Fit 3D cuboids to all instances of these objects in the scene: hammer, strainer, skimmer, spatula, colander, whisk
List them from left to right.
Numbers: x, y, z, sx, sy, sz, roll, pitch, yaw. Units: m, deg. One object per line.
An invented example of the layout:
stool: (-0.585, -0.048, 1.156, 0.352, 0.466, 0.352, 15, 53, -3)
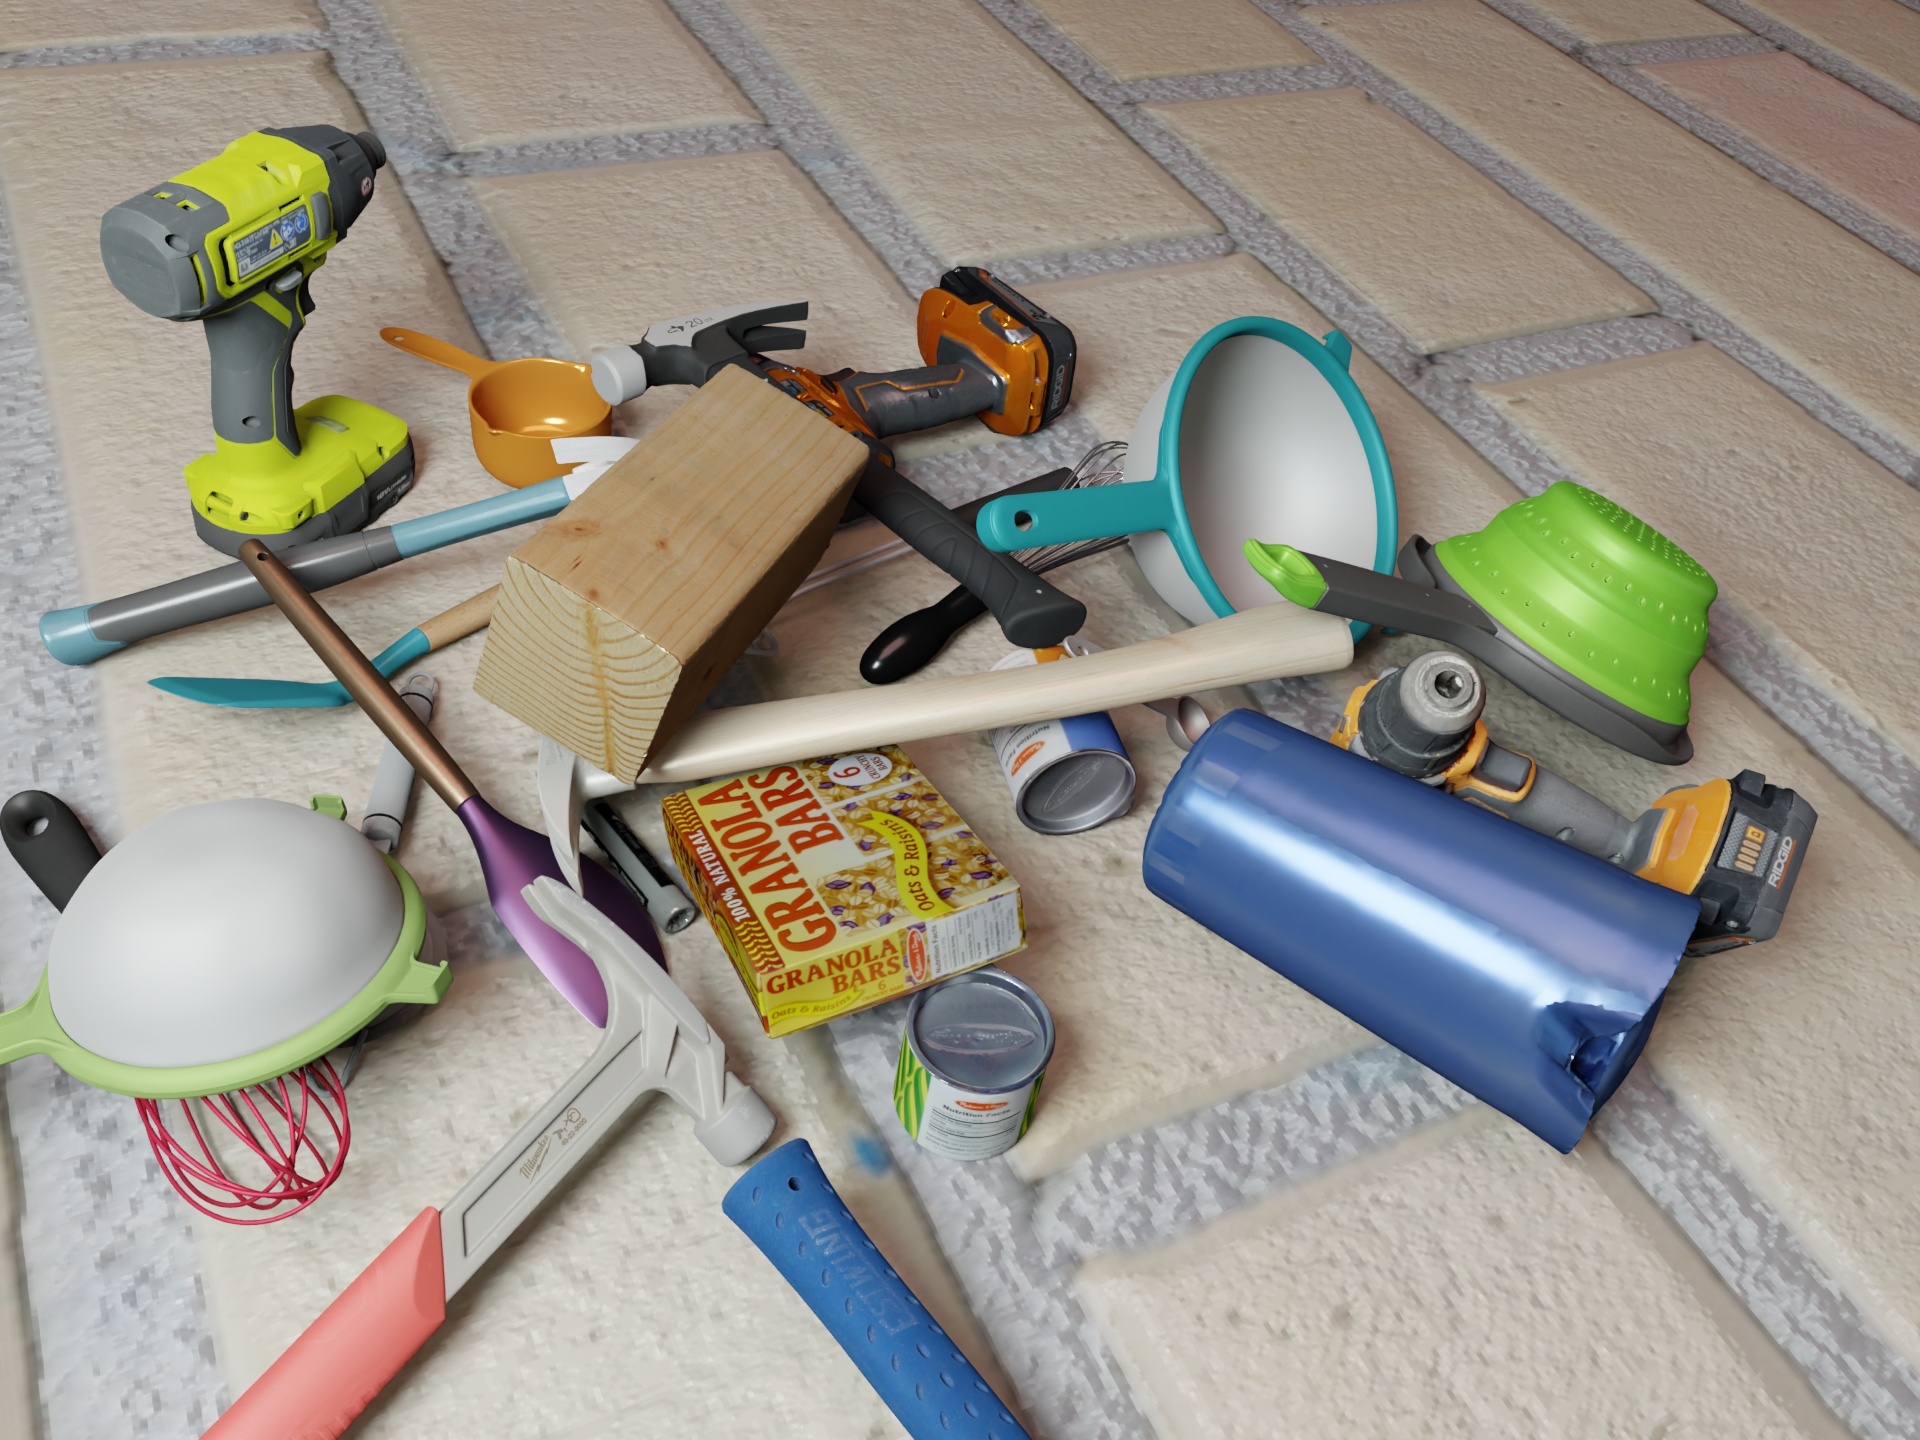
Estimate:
strainer: (-0.340, 0.090, 0.612, 0.256, 0.069, 0.152, -21, 40, -29)
whisk: (-0.350, 0.112, 0.687, 0.073, 0.073, 0.296, -30, 50, -34)
hammer: (-0.226, 0.221, 0.582, 0.149, 0.036, 0.359, 49, 53, -7)
hammer: (-0.320, -0.093, 0.866, 0.331, 0.128, 0.033, -19, 90, -13)
strainer: (-0.283, 0.059, 0.766, 0.087, 0.050, 0.259, 0, 42, -7)
spatula: (-0.254, 0.022, 0.777, 0.316, 0.018, 0.060, 46, 52, 12)
spatula: (-0.281, -0.066, 0.887, 0.082, 0.044, 0.317, 12, 35, 40)
hammer: (-0.057, -0.147, 0.924, 0.146, 0.035, 0.335, -31, 58, -35)
skimmer: (-0.056, -0.118, 0.953, 0.363, 0.090, 0.127, -25, 52, -32)
hammer: (-0.001, -0.003, 0.791, 0.410, 0.038, 0.146, -10, 33, -6)
whisk: (0.041, -0.100, 0.979, 0.070, 0.070, 0.284, 36, 54, 24)
hammer: (0.052, 0.312, 0.545, 0.144, 0.035, 0.406, -30, 65, -34)
strainer: (0.121, -0.122, 0.938, 0.340, 0.095, 0.211, -12, 91, -39)
colander: (0.305, -0.082, 0.873, 0.396, 0.094, 0.205, 8, 35, -41)

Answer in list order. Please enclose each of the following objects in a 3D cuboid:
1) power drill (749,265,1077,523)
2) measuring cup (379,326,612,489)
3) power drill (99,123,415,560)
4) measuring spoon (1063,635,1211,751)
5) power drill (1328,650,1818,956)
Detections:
power drill: (-0.052, -0.230, 1.077, 0.226, 0.084, 0.164, -30, 56, -30)
measuring cup: (-0.301, -0.201, 1.017, 0.174, 0.052, 0.095, 25, 46, 17)
power drill: (-0.373, -0.210, 0.886, 0.080, 0.223, 0.171, 23, 45, 12)
measuring spoon: (0.096, -0.015, 0.889, 0.124, 0.018, 0.034, 30, 47, -33)
power drill: (0.303, 0.036, 0.808, 0.226, 0.185, 0.084, 24, 79, 10)
